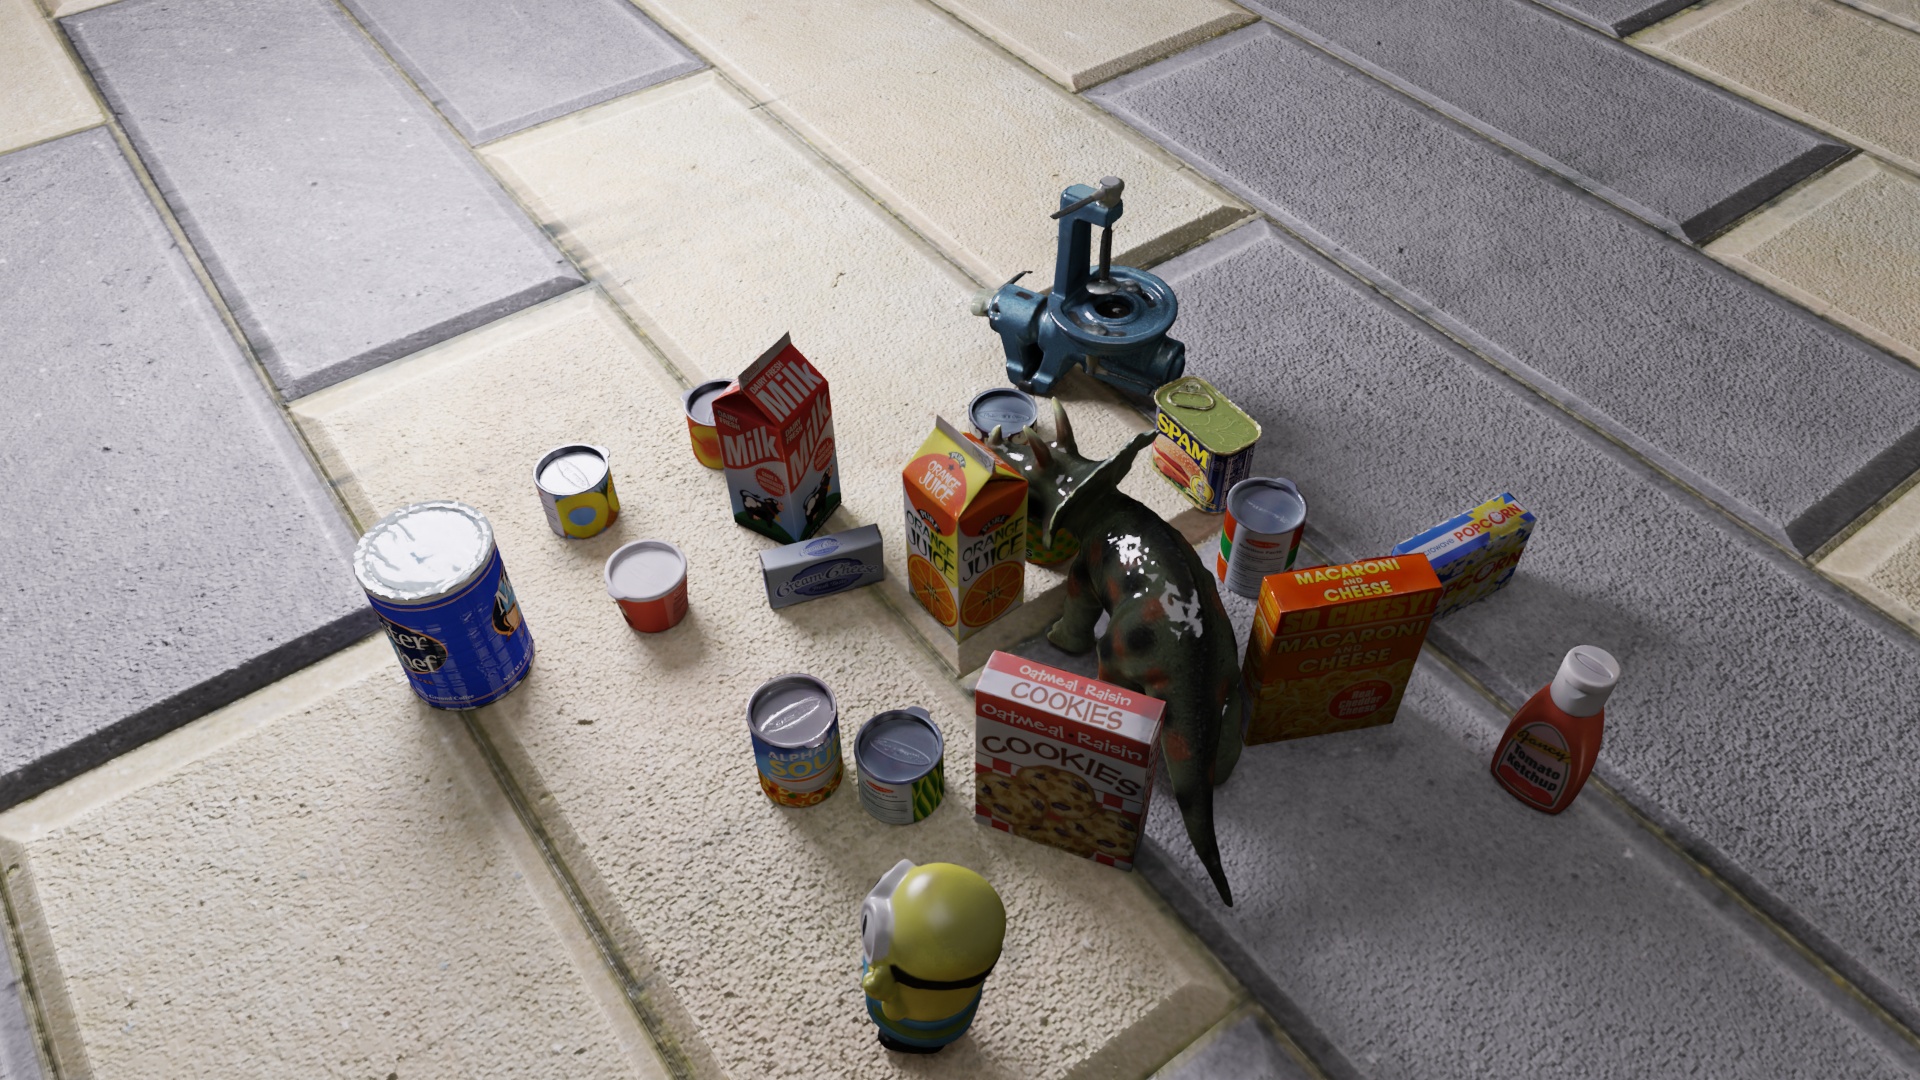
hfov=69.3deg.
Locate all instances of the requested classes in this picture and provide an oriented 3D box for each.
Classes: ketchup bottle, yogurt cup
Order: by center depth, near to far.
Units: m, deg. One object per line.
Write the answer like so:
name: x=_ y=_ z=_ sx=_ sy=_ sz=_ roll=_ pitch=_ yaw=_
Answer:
ketchup bottle: x=0.434 y=0.134 z=1.004 sx=0.044 sy=0.148 sz=0.065 roll=-35 pitch=56 yaw=-28
yogurt cup: x=-0.259 y=0.040 z=1.162 sx=0.072 sy=0.053 sz=0.073 roll=0 pitch=47 yaw=0

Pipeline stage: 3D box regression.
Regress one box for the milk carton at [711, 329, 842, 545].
milk carton: x=-0.157 y=-0.088 z=1.188 sx=0.073 sy=0.189 sz=0.073 roll=23 pitch=51 yaw=20

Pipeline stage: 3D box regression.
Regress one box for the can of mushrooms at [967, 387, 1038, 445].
can of mushrooms: x=0.040 y=-0.110 z=1.313 sx=0.071 sy=0.033 sz=0.071 roll=0 pitch=47 yaw=0

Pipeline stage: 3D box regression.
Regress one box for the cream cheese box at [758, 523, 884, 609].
cream cheese box: x=-0.116 y=0.022 z=1.178 sx=0.104 sy=0.053 sz=0.024 roll=-14 pitch=49 yaw=-12

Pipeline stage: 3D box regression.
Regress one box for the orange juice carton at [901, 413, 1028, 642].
orange juice carton: x=0.004 y=-0.014 z=1.116 sx=0.073 sy=0.191 sz=0.072 roll=-30 pitch=54 yaw=-25

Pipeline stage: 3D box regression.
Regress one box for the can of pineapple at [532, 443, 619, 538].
can of pineapple: x=-0.340 y=-0.044 z=1.239 sx=0.071 sy=0.057 sz=0.071 roll=0 pitch=47 yaw=0

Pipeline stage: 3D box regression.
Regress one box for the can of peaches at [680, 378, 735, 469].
can of peaches: x=-0.224 y=-0.109 z=1.298 sx=0.071 sy=0.057 sz=0.071 roll=0 pitch=47 yaw=0

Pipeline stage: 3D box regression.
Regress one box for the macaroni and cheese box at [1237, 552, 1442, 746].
macaroni and cheese box: x=0.278 y=0.083 z=1.041 sx=0.124 sy=0.165 sz=0.040 roll=-8 pitch=48 yaw=-7

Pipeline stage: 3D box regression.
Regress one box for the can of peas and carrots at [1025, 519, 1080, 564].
can of peas and carrots: x=0.073 y=-0.021 z=1.213 sx=0.071 sy=0.058 sz=0.071 roll=0 pitch=47 yaw=0

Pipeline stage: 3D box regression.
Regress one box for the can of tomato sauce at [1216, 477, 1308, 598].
can of tomato sauce: x=0.255 y=-0.003 z=1.179 sx=0.071 sy=0.082 sz=0.071 roll=0 pitch=47 yaw=0

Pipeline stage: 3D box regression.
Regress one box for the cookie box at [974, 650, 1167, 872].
cookie box: x=0.073 y=0.156 z=0.974 sx=0.123 sy=0.166 sz=0.040 roll=16 pitch=49 yaw=14

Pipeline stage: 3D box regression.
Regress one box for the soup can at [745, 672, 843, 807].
soup can: x=-0.121 y=0.152 z=1.036 sx=0.071 sy=0.083 sz=0.072 roll=0 pitch=47 yaw=0

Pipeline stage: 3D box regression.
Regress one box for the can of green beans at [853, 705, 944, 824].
can of green beans: x=-0.045 y=0.169 z=1.037 sx=0.071 sy=0.057 sz=0.071 roll=0 pitch=47 yaw=0

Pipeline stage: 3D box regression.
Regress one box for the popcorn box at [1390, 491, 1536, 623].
popcorn box: x=0.409 y=0.021 z=1.154 sx=0.127 sy=0.084 sz=0.038 roll=-23 pitch=51 yaw=-20
